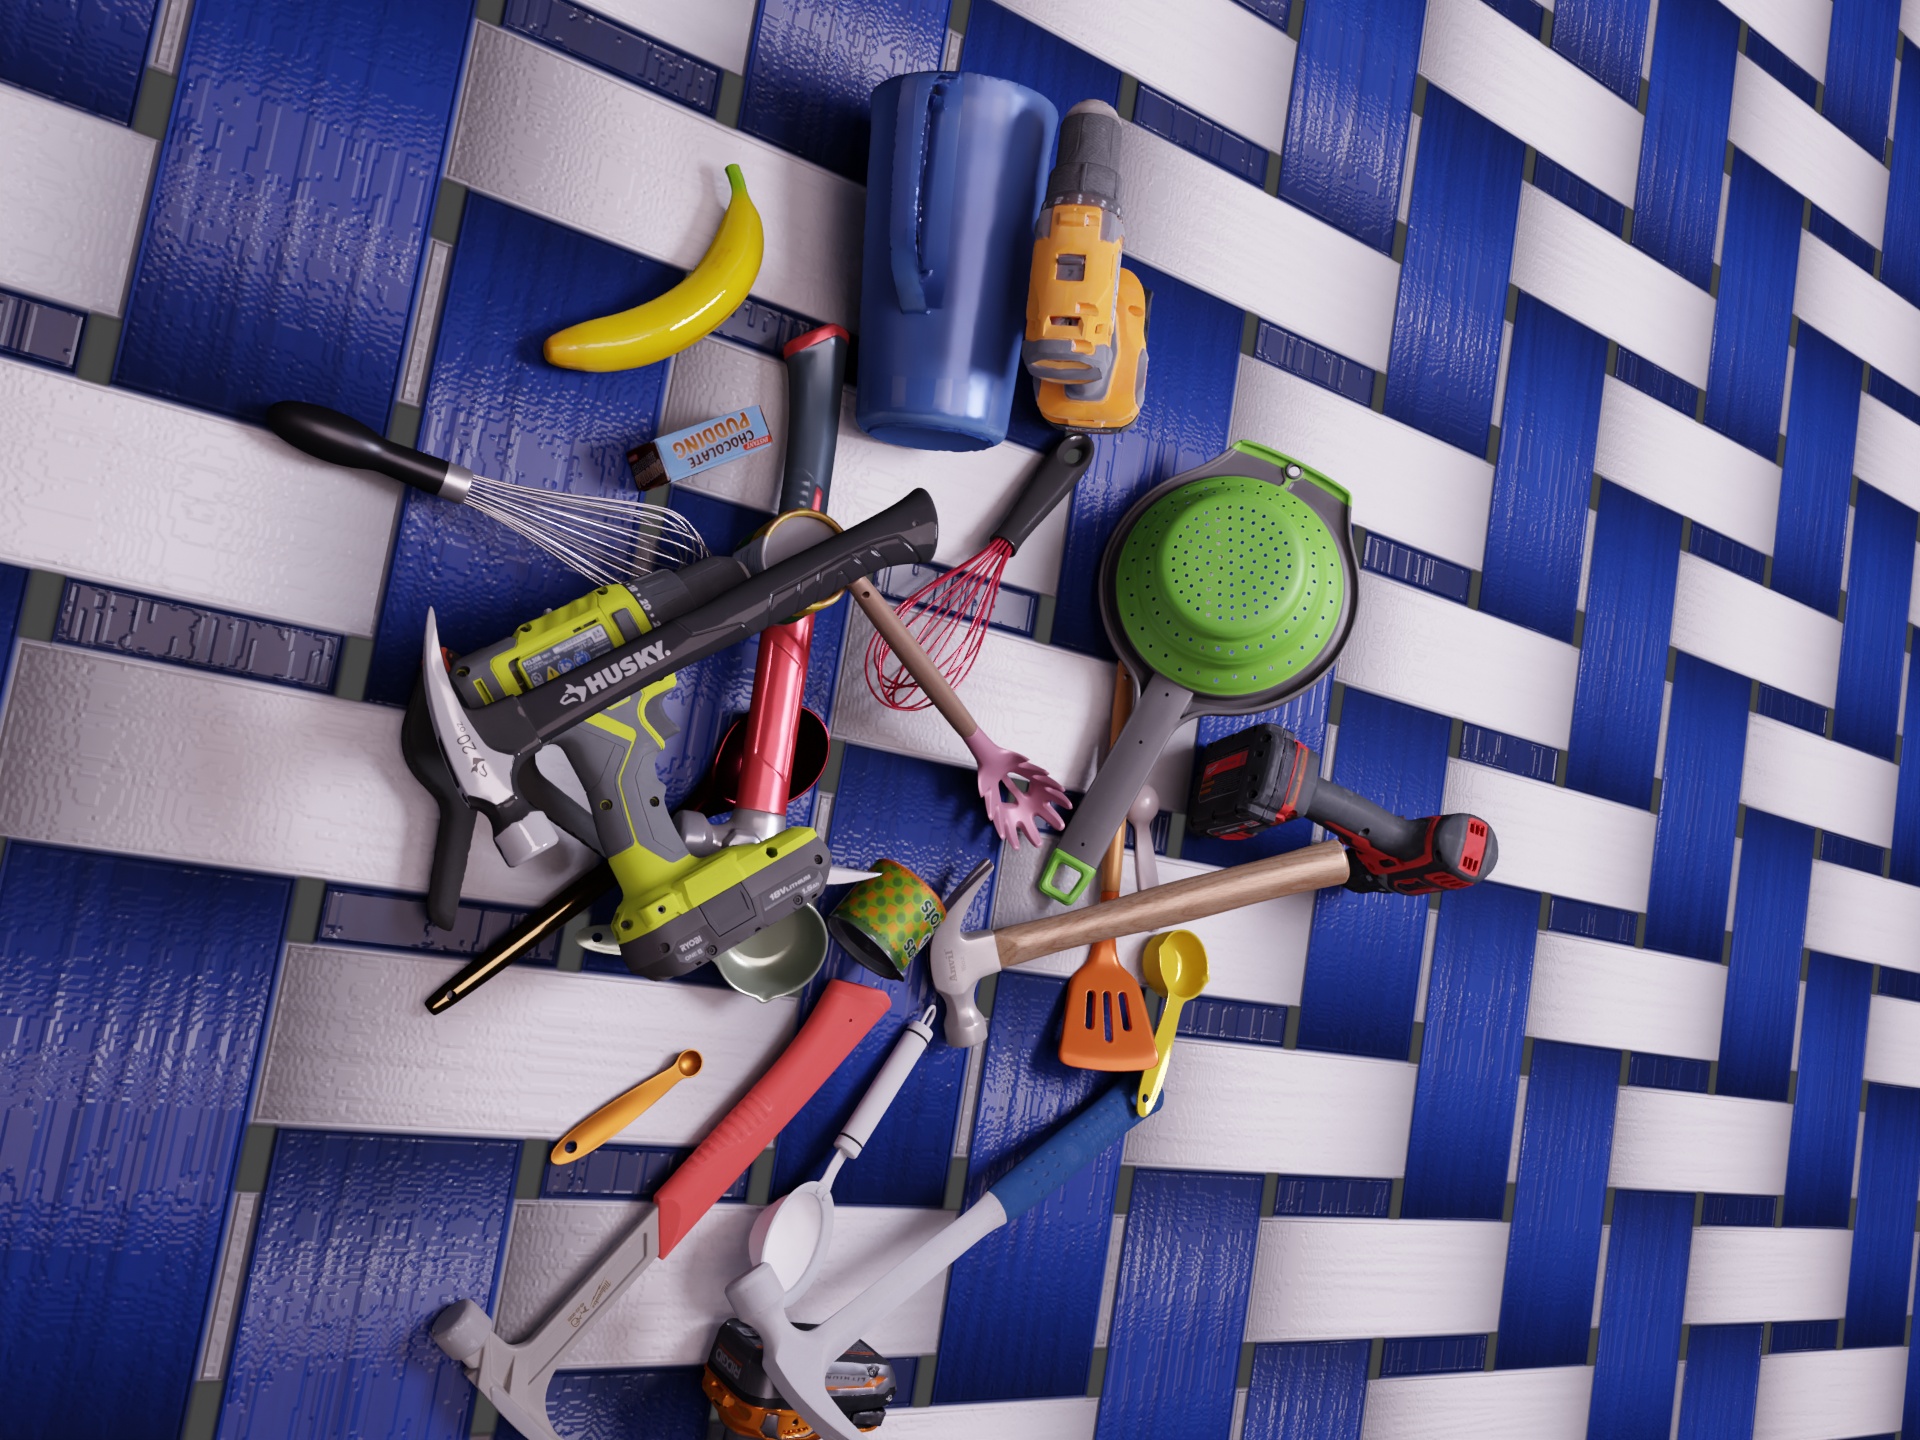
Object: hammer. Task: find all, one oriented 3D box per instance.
[{"bbox_3d":[0.020,0.360,1.138,0.405,0.035,0.144,-24,80,-44],"label":"hammer"},{"bbox_3d":[-0.101,-0.082,1.083,0.143,0.038,0.386,12,78,-24],"label":"hammer"},{"bbox_3d":[-0.152,-0.058,0.935,0.335,0.035,0.146,-30,92,-24],"label":"hammer"},{"bbox_3d":[-0.170,0.317,1.064,0.359,0.037,0.149,-45,114,-25],"label":"hammer"},{"bbox_3d":[0.135,0.142,1.198,0.331,0.031,0.130,-13,100,-10],"label":"hammer"}]

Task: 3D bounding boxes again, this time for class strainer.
[{"bbox_3d":[-0.085,0.307,1.120,0.258,0.050,0.086,-55,143,-28],"label":"strainer"}]

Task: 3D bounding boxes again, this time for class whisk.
[{"bbox_3d":[0.022,-0.116,1.183,0.073,0.073,0.296,50,59,-24],"label":"whisk"},{"bbox_3d":[-0.280,-0.133,0.980,0.284,0.070,0.070,20,79,-28],"label":"whisk"}]

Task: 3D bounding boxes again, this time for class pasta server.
[{"bbox_3d":[-0.002,-0.004,1.112,0.060,0.040,0.315,-38,139,-1],"label":"pasta server"}]

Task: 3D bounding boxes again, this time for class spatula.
[{"bbox_3d":[0.123,0.111,1.258,0.081,0.041,0.323,5,85,-9],"label":"spatula"}]

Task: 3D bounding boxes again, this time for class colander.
[{"bbox_3d":[0.165,-0.039,1.210,0.204,0.094,0.397,29,87,11],"label":"colander"}]

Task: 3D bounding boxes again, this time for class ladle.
[{"bbox_3d":[-0.213,0.090,1.041,0.315,0.031,0.069,-38,101,-26],"label":"ladle"}]

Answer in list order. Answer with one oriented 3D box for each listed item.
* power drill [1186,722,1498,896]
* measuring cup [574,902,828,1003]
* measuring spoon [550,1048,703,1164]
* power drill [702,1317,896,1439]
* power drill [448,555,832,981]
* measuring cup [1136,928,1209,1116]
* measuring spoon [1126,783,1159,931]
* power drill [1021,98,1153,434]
[{"bbox_3d":[0.305,0.089,1.323,0.226,0.188,0.080,22,72,-13],"label":"power drill"},{"bbox_3d":[-0.173,0.143,1.065,0.167,0.038,0.083,5,105,-18],"label":"measuring cup"},{"bbox_3d":[-0.220,0.254,1.048,0.117,0.011,0.021,-33,109,-26],"label":"measuring spoon"},{"bbox_3d":[-0.120,0.532,1.074,0.164,0.084,0.226,19,84,-33],"label":"power drill"},{"bbox_3d":[-0.175,0.023,0.968,0.190,0.080,0.228,-29,93,-23],"label":"power drill"},{"bbox_3d":[0.158,0.242,1.275,0.062,0.029,0.157,34,63,-29],"label":"measuring cup"},{"bbox_3d":[0.155,0.112,1.293,0.034,0.018,0.124,-12,97,-34],"label":"measuring spoon"},{"bbox_3d":[0.091,-0.312,1.133,0.084,0.226,0.185,5,86,10],"label":"power drill"}]
